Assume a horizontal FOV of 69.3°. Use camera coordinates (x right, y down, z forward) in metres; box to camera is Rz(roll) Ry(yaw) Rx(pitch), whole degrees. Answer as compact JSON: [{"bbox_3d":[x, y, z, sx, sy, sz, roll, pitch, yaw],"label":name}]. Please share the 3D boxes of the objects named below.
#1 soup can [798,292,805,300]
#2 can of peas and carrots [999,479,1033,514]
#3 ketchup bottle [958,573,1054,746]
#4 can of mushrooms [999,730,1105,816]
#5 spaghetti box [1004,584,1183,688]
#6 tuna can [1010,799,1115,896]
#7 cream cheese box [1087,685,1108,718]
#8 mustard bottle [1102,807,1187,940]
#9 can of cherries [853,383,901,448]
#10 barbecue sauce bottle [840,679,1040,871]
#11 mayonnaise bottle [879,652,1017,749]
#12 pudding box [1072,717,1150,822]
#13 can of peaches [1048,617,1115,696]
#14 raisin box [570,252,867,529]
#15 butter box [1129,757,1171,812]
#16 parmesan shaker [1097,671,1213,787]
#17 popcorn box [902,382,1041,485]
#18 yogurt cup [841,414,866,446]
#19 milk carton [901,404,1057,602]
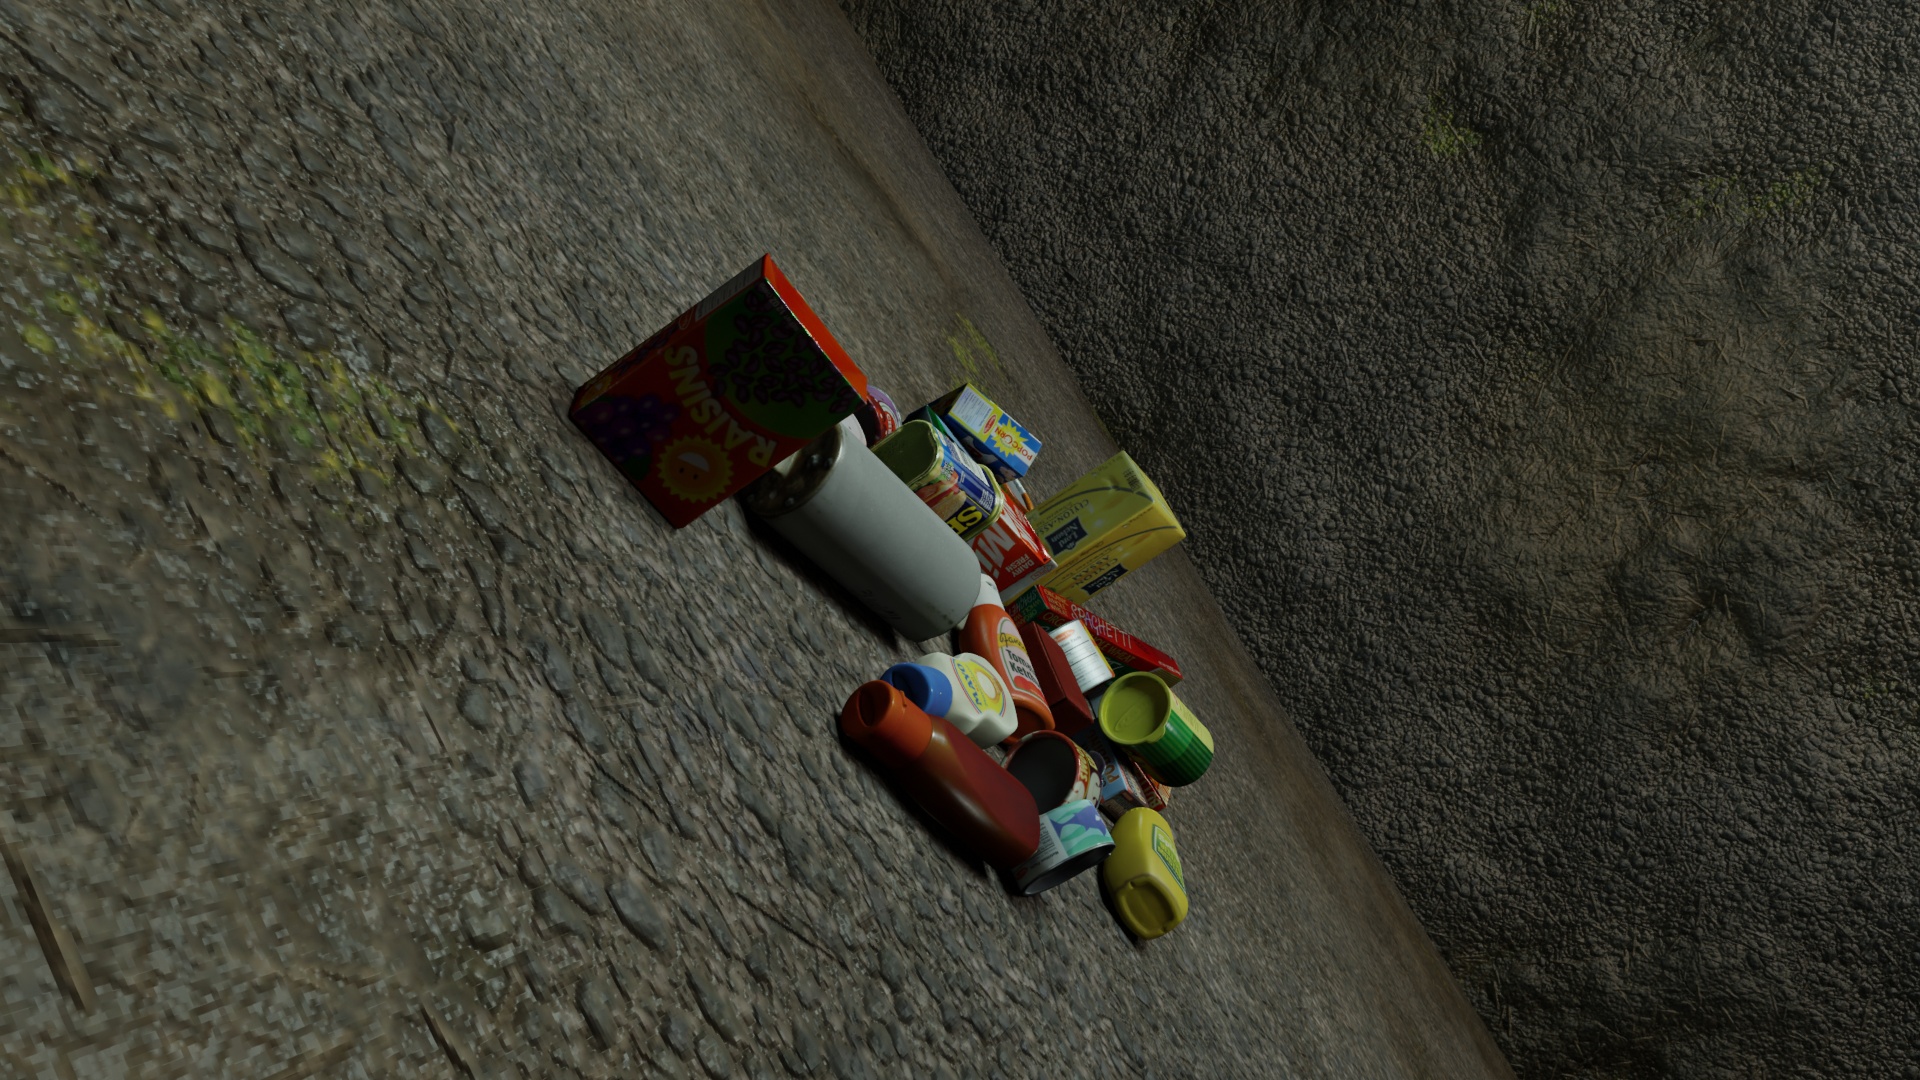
[{"bbox_3d":[-0.135,-0.135,0.940,0.071,0.071,0.084,53,13,-18],"label":"soup can"},{"bbox_3d":[0.029,-0.035,1.318,0.071,0.058,0.071,52,13,-17],"label":"can of peas and carrots"},{"bbox_3d":[0.025,0.085,1.044,0.064,0.043,0.149,40,19,-37],"label":"ketchup bottle"},{"bbox_3d":[0.060,0.161,0.927,0.033,0.071,0.071,43,19,-44],"label":"can of mushrooms"},{"bbox_3d":[0.124,0.100,1.288,0.250,0.050,0.029,29,29,-48],"label":"spaghetti box"},{"bbox_3d":[0.062,0.190,0.864,0.033,0.071,0.071,62,13,23],"label":"tuna can"},{"bbox_3d":[0.143,0.150,1.369,0.053,0.024,0.104,44,17,-38],"label":"cream cheese box"},{"bbox_3d":[0.141,0.244,1.074,0.065,0.049,0.161,56,13,-10],"label":"mustard bottle"},{"bbox_3d":[-0.079,-0.081,1.002,0.071,0.071,0.058,57,12,2],"label":"can of cherries"},{"bbox_3d":[-0.010,0.132,0.798,0.148,0.043,0.065,46,16,-38],"label":"barbecue sauce bottle"},{"bbox_3d":[-0.009,0.100,0.884,0.065,0.041,0.148,62,13,17],"label":"mayonnaise bottle"},{"bbox_3d":[0.127,0.197,1.180,0.049,0.030,0.084,46,16,-39],"label":"pudding box"},{"bbox_3d":[0.088,0.107,1.178,0.058,0.071,0.071,59,13,11],"label":"can of peaches"},{"bbox_3d":[-0.122,-0.074,0.706,0.086,0.123,0.040,51,14,-27],"label":"raisin box"},{"bbox_3d":[0.175,0.222,1.310,0.053,0.024,0.103,58,13,4],"label":"butter box"},{"bbox_3d":[0.170,0.166,1.192,0.103,0.071,0.071,46,16,-46],"label":"parmesan shaker"},{"bbox_3d":[0.002,-0.082,1.191,0.085,0.038,0.126,39,-22,-16],"label":"popcorn box"},{"bbox_3d":[-0.100,-0.069,0.932,0.072,0.054,0.073,52,14,-18],"label":"yogurt cup"},{"bbox_3d":[0.004,-0.014,1.144,0.190,0.072,0.074,47,15,-37],"label":"milk carton"}]
